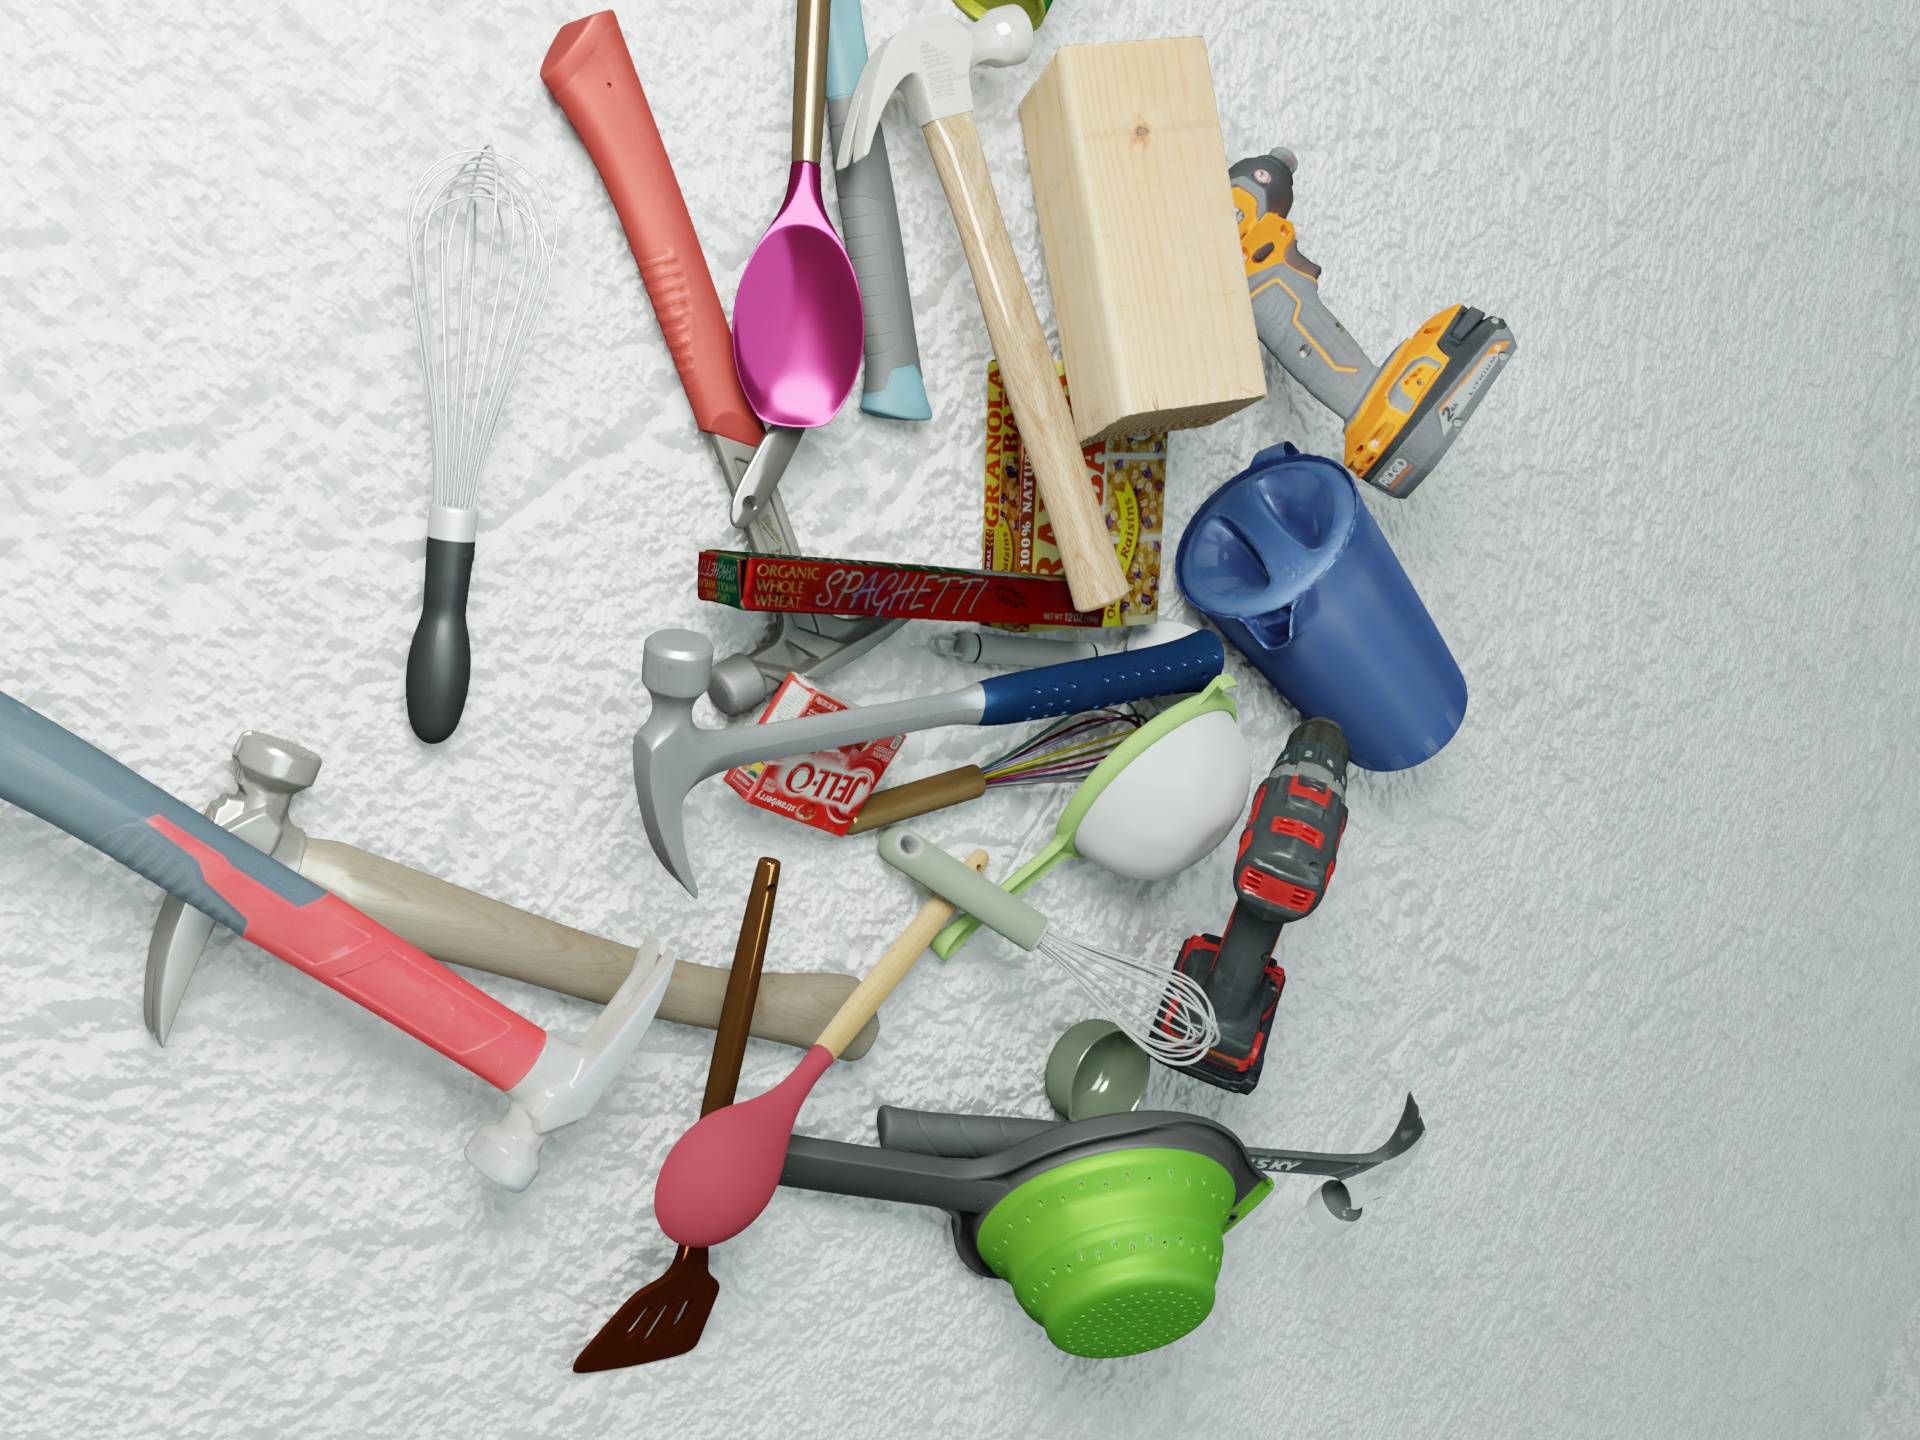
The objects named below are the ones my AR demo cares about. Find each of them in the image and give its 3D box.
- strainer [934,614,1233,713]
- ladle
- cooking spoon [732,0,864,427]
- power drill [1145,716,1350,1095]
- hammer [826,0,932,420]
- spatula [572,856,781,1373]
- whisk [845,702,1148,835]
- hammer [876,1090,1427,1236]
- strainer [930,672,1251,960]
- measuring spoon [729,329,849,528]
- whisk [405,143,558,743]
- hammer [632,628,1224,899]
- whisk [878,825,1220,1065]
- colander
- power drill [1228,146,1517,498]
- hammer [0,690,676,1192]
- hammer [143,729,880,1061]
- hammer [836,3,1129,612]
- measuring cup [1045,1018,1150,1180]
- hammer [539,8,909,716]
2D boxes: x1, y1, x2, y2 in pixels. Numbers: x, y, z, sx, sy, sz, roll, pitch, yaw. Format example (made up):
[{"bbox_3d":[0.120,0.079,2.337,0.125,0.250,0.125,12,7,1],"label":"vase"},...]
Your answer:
[{"bbox_3d":[0.095,-0.040,1.040,0.258,0.050,0.087,3,63,-32],"label":"strainer"},{"bbox_3d":[-0.066,0.177,0.928,0.315,0.031,0.069,-48,119,-40],"label":"ladle"},{"bbox_3d":[-0.078,-0.312,0.816,0.068,0.017,0.319,2,97,-10],"label":"cooking spoon"},{"bbox_3d":[0.206,0.119,1.080,0.188,0.080,0.226,-57,164,-53],"label":"power drill"},{"bbox_3d":[-0.059,-0.326,0.869,0.128,0.033,0.330,-21,112,-32],"label":"hammer"},{"bbox_3d":[-0.145,0.229,0.894,0.081,0.041,0.322,6,101,-40],"label":"spatula"},{"bbox_3d":[0.029,0.031,1.010,0.245,0.047,0.051,-15,110,-32],"label":"whisk"},{"bbox_3d":[0.133,0.290,1.074,0.408,0.036,0.149,11,132,-23],"label":"hammer"},{"bbox_3d":[0.099,0.088,1.028,0.256,0.069,0.151,-38,157,-10],"label":"strainer"},{"bbox_3d":[-0.087,-0.155,0.846,0.034,0.018,0.124,35,79,-39],"label":"measuring spoon"},{"bbox_3d":[-0.238,-0.126,0.755,0.070,0.070,0.284,0,104,-38],"label":"whisk"},{"bbox_3d":[-0.001,-0.003,0.909,0.405,0.035,0.144,-11,122,-37],"label":"hammer"},{"bbox_3d":[0.055,0.137,0.982,0.246,0.059,0.058,33,60,-3],"label":"whisk"},{"bbox_3d":[0.031,0.327,0.996,0.396,0.095,0.204,16,128,-27],"label":"colander"},{"bbox_3d":[0.235,-0.266,1.025,0.226,0.084,0.164,35,73,4],"label":"power drill"},{"bbox_3d":[-0.295,0.073,0.714,0.385,0.038,0.143,46,72,-37],"label":"hammer"},{"bbox_3d":[-0.208,0.138,0.847,0.410,0.038,0.146,25,85,-39],"label":"hammer"},{"bbox_3d":[0.027,-0.219,0.882,0.130,0.031,0.331,-25,103,-27],"label":"hammer"},{"bbox_3d":[0.106,0.282,1.129,0.083,0.038,0.167,-36,123,-27],"label":"measuring cup"},{"bbox_3d":[-0.124,-0.188,0.844,0.149,0.037,0.358,-33,119,-29],"label":"hammer"}]
